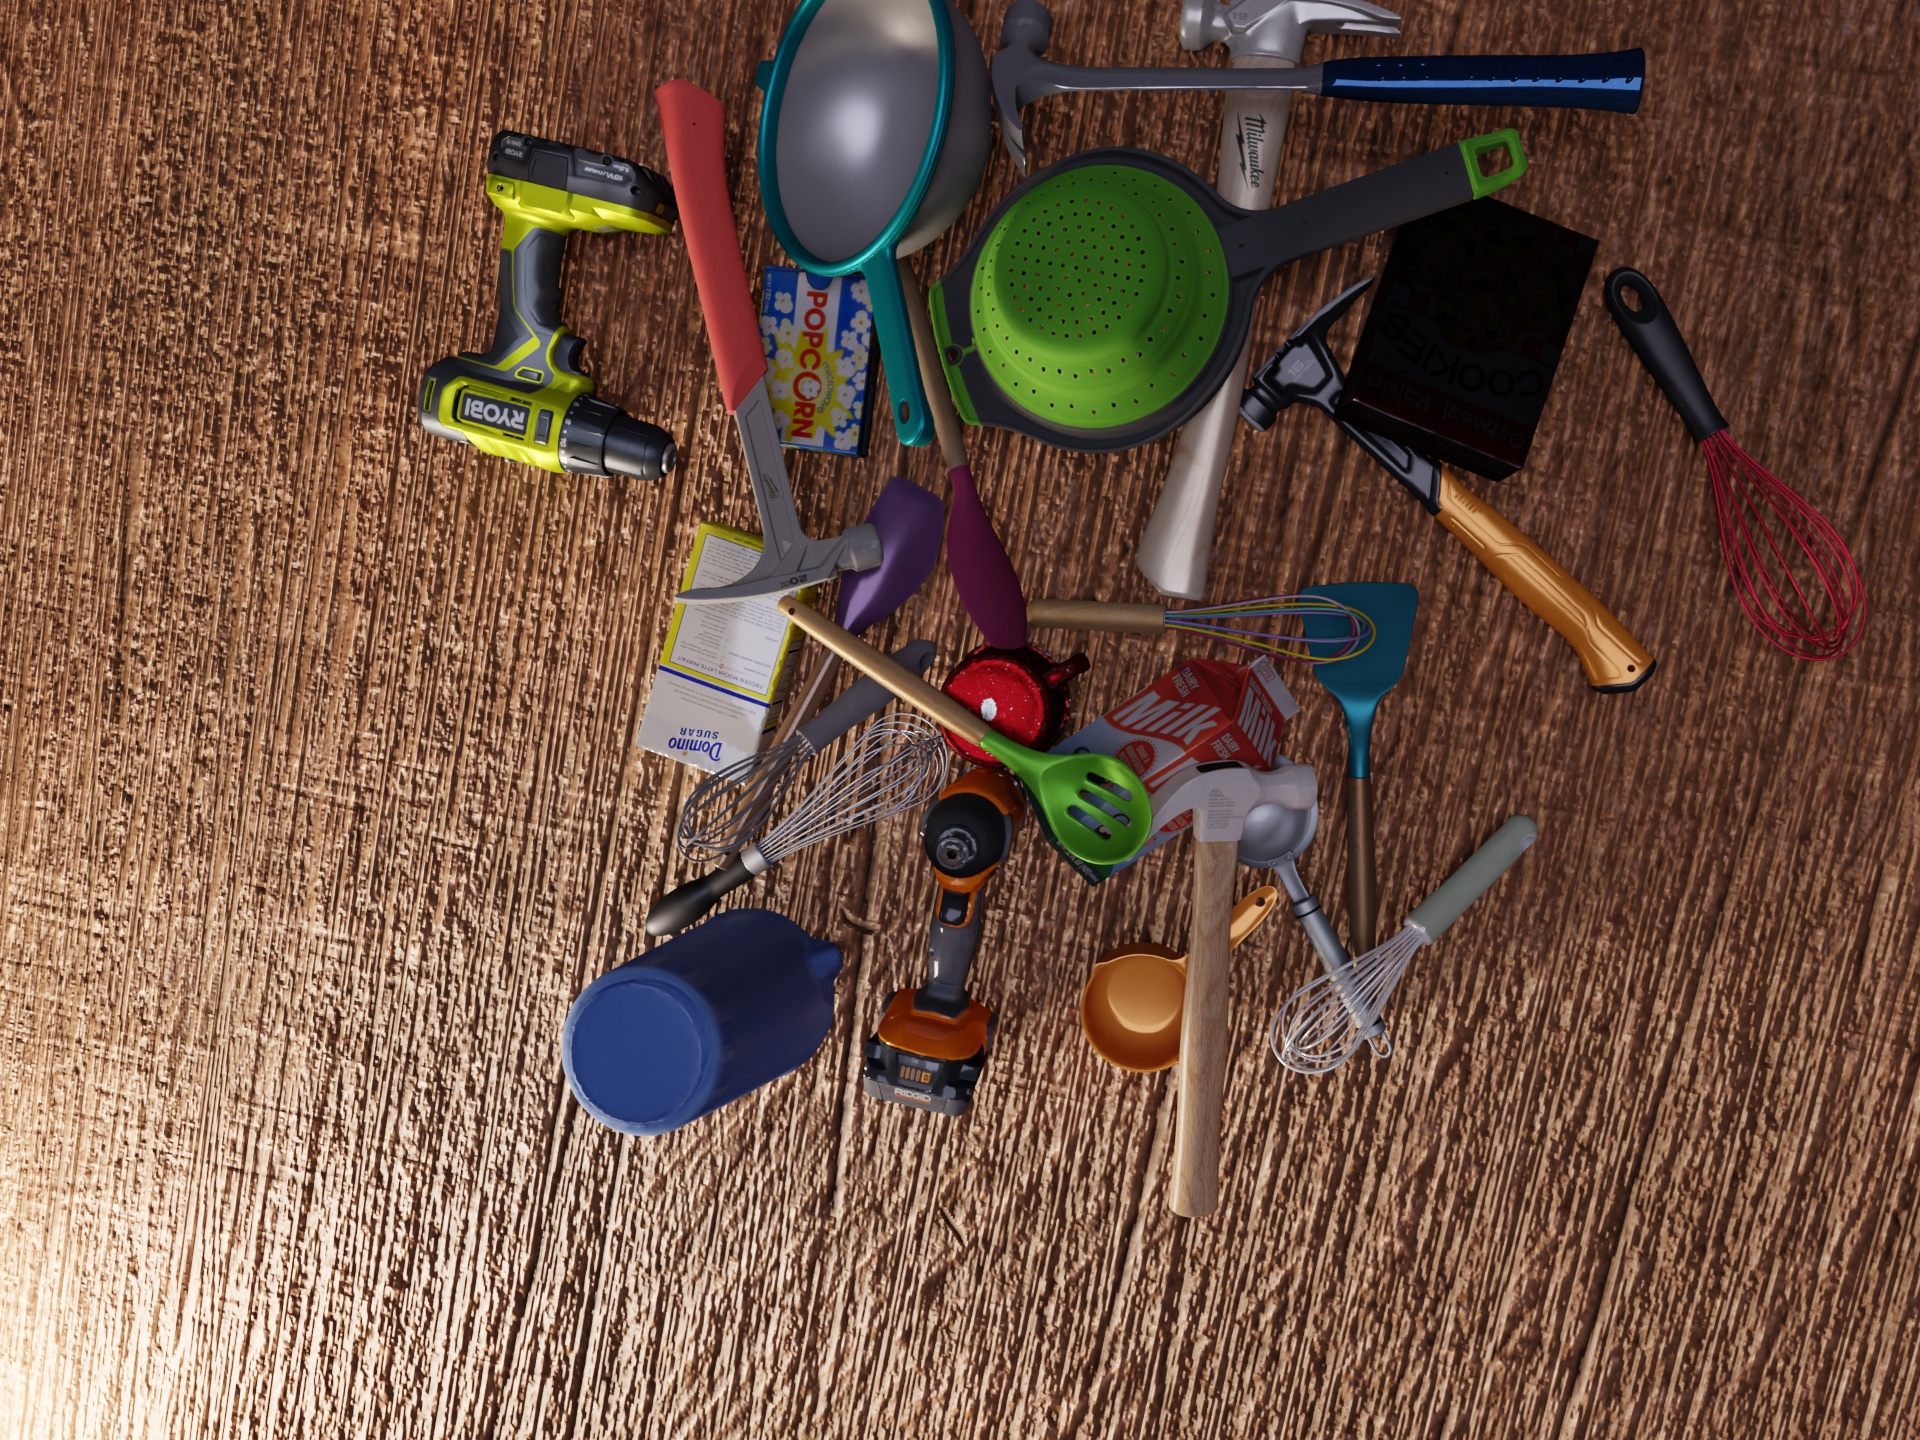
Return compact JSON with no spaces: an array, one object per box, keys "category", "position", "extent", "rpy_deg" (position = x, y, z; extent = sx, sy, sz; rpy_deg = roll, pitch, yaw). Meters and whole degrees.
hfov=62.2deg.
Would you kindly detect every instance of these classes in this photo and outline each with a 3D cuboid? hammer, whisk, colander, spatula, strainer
[{"category":"hammer","position":[0.349,-0.149,1.091],"extent":[0.337,0.034,0.127],"rpy_deg":[44,101,3]},{"category":"whisk","position":[0.507,-0.172,1.054],"extent":[0.073,0.073,0.296],"rpy_deg":[-28,84,11]},{"category":"whisk","position":[-0.125,0.085,1.183],"extent":[0.284,0.070,0.070],"rpy_deg":[-33,89,16]},{"category":"whisk","position":[0.165,-0.068,1.115],"extent":[0.245,0.051,0.047],"rpy_deg":[4,80,17]},{"category":"colander","position":[0.160,-0.305,1.017],"extent":[0.397,0.094,0.204],"rpy_deg":[-16,86,15]},{"category":"hammer","position":[0.219,-0.404,1.013],"extent":[0.405,0.035,0.144],"rpy_deg":[4,58,10]},{"category":"hammer","position":[0.192,-0.284,1.077],"extent":[0.146,0.038,0.410],"rpy_deg":[10,92,15]},{"category":"spatula","position":[0.285,0.062,1.128],"extent":[0.082,0.044,0.317],"rpy_deg":[-1,100,11]},{"category":"strainer","position":[-0.031,-0.341,1.068],"extent":[0.211,0.095,0.340],"rpy_deg":[-23,74,47]},{"category":"hammer","position":[0.167,0.189,1.095],"extent":[0.130,0.031,0.331],"rpy_deg":[0,104,-8]},{"category":"whisk","position":[0.308,0.150,1.093],"extent":[0.246,0.057,0.059],"rpy_deg":[-42,50,-9]},{"category":"spatula","position":[-0.100,-0.030,1.165],"extent":[0.059,0.018,0.316],"rpy_deg":[29,91,-4]},{"category":"strainer","position":[0.240,0.124,1.123],"extent":[0.087,0.050,0.258],"rpy_deg":[-29,89,31]},{"category":"whisk","position":[-0.107,0.018,1.138],"extent":[0.239,0.055,0.055],"rpy_deg":[-39,88,-16]},{"category":"hammer","position":[-0.166,-0.264,1.109],"extent":[0.149,0.037,0.359],"rpy_deg":[-14,90,-9]}]

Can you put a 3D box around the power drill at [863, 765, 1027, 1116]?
[{"category":"power drill","position":[-0.008,0.153,1.114],"extent":[0.084,0.164,0.226],"rpy_deg":[12,99,7]}]

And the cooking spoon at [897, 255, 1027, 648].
[{"category":"cooking spoon","position":[-0.008,-0.201,1.122],"extent":[0.017,0.068,0.319],"rpy_deg":[-24,78,41]}]

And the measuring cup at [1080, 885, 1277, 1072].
[{"category":"measuring cup","position":[0.161,0.175,1.142],"extent":[0.095,0.052,0.173],"rpy_deg":[45,100,1]}]

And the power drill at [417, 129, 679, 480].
[{"category":"power drill","position":[-0.282,-0.294,1.160],"extent":[0.190,0.080,0.228],"rpy_deg":[16,100,8]}]

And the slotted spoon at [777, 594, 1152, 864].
[{"category":"slotted spoon","position":[-0.002,-0.003,1.079],"extent":[0.314,0.031,0.070],"rpy_deg":[33,104,18]}]
